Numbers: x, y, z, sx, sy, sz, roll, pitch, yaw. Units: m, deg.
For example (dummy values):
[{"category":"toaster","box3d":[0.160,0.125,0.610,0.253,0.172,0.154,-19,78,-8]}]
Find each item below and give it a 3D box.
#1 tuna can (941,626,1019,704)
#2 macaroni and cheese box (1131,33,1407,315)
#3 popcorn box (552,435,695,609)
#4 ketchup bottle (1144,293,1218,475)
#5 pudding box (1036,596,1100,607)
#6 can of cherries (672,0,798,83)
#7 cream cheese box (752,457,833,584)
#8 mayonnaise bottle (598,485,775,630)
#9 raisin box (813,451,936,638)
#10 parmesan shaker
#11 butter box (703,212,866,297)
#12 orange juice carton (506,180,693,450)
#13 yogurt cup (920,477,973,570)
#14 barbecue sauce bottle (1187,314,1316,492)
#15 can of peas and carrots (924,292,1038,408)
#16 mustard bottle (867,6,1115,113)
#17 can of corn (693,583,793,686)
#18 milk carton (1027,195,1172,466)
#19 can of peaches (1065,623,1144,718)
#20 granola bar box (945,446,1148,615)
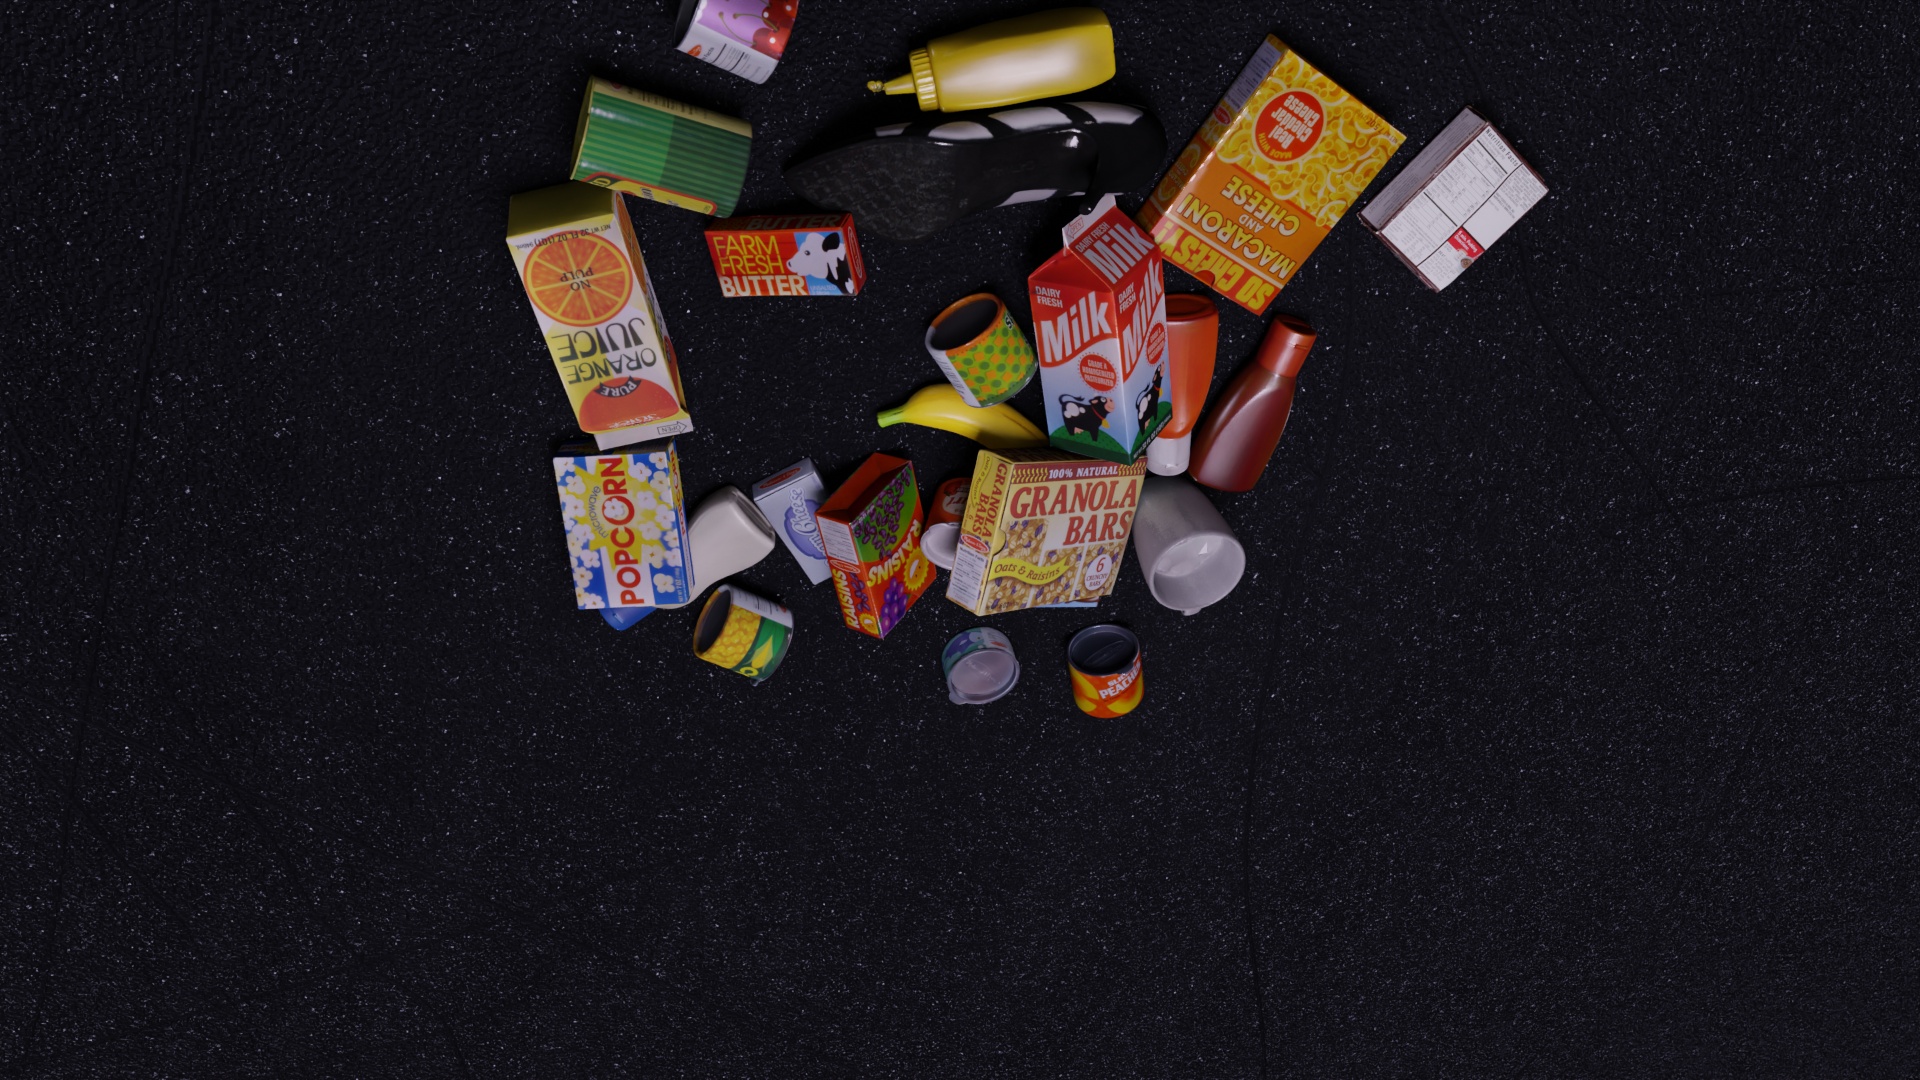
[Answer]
[{"category":"tuna can","box3d":[0.016,0.113,1.246,0.071,0.033,0.070,-7,128,-9]},{"category":"macaroni and cheese box","box3d":[0.221,-0.261,1.010,0.123,0.040,0.165,24,117,-28]},{"category":"popcorn box","box3d":[-0.253,-0.013,1.050,0.085,0.038,0.126,-3,112,1]},{"category":"ketchup bottle","box3d":[0.167,-0.121,1.100,0.065,0.044,0.148,-4,128,-2]},{"category":"pudding box","box3d":[0.081,0.032,1.203,0.084,0.030,0.049,0,125,-14]},{"category":"can of cherries","box3d":[-0.137,-0.325,0.853,0.058,0.072,0.071,17,121,-25]},{"category":"cream cheese box","box3d":[-0.119,-0.014,1.119,0.053,0.024,0.103,-26,128,6]},{"category":"mayonnaise bottle","box3d":[-0.222,0.019,1.108,0.148,0.041,0.064,-33,120,12]},{"category":"raisin box","box3d":[-0.065,0.005,1.109,0.040,0.086,0.122,15,135,29]},{"category":"parmesan shaker","box3d":[-0.192,-0.250,0.891,0.103,0.071,0.071,11,123,-22]},{"category":"butter box","box3d":[-0.121,-0.196,0.956,0.103,0.024,0.052,2,131,16]},{"category":"orange juice carton","box3d":[-0.244,-0.146,0.956,0.072,0.073,0.191,-14,129,-4]},{"category":"yogurt cup","box3d":[0.004,-0.014,1.122,0.072,0.054,0.072,4,146,3]},{"category":"barbecue sauce bottle","box3d":[0.240,-0.110,1.127,0.065,0.044,0.147,8,124,-24]},{"category":"can of peas and carrots","box3d":[0.017,-0.143,1.031,0.071,0.071,0.058,-30,127,9]},{"category":"mustard bottle","box3d":[0.018,-0.310,0.909,0.160,0.065,0.048,-11,123,1]},{"category":"can of corn","box3d":[-0.181,0.078,1.145,0.058,0.071,0.071,26,117,-28]},{"category":"milk carton","box3d":[0.103,-0.157,1.020,0.073,0.073,0.189,-46,139,-38]},{"category":"can of peaches","box3d":[0.133,0.119,1.257,0.071,0.071,0.057,-15,130,-3]},{"category":"granola bar box","box3d":[0.071,-0.011,1.096,0.166,0.039,0.123,-6,116,-46]}]
